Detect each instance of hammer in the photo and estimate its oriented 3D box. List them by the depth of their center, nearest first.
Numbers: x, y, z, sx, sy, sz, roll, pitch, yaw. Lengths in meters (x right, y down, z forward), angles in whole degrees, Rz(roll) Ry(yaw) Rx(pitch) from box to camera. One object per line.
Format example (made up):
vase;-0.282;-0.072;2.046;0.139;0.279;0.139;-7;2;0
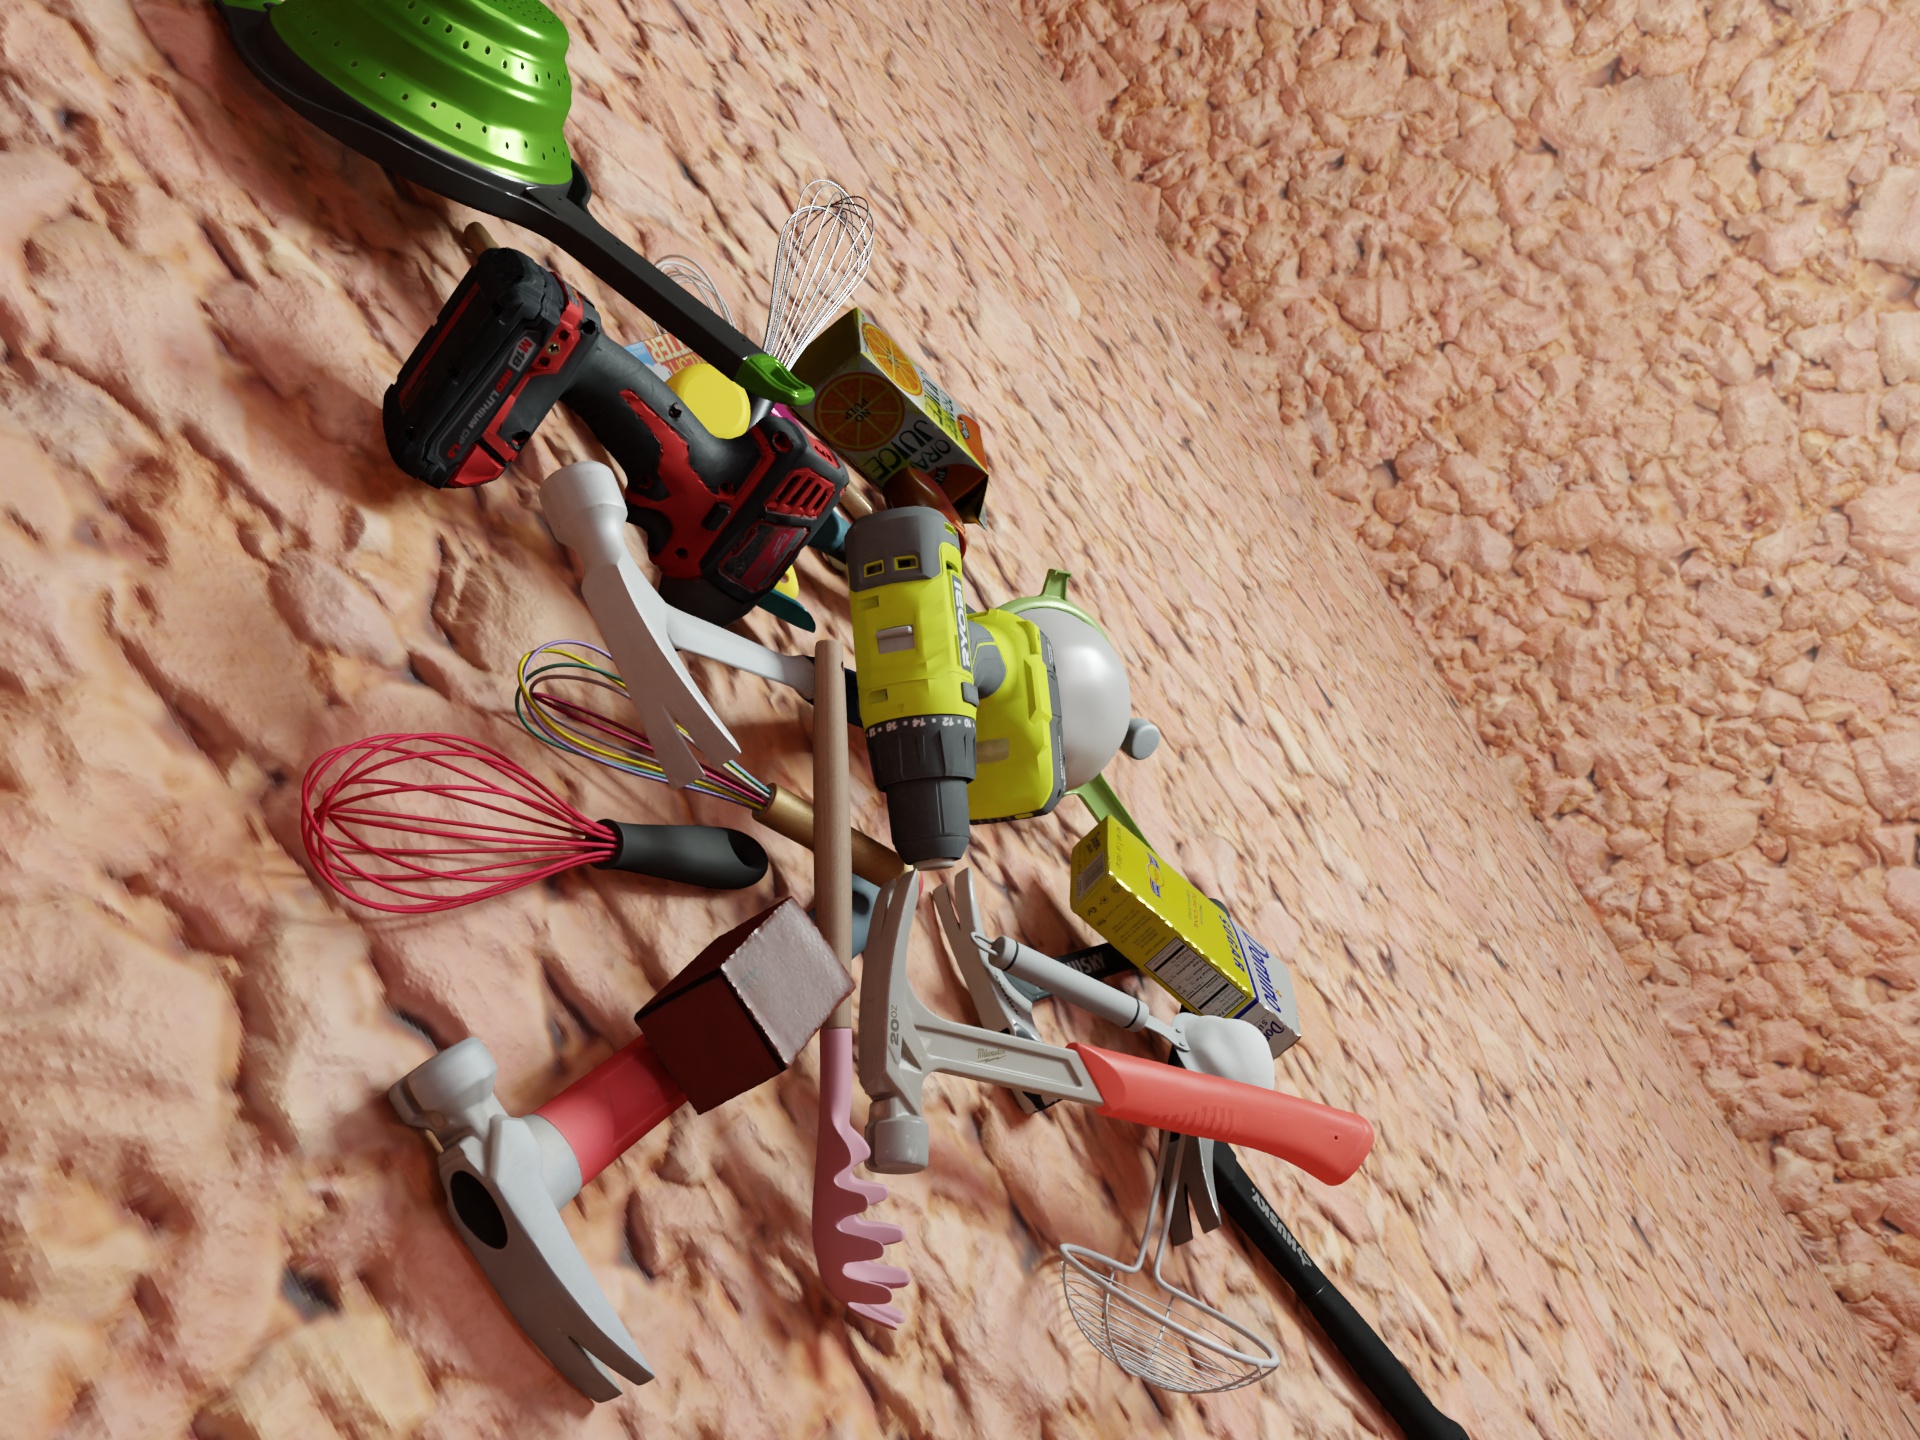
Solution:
hammer;-0.096;0.149;0.747;0.143;0.038;0.386;58;25;1
hammer;-0.087;-0.019;0.854;0.144;0.035;0.405;65;12;14
hammer;0.098;0.195;0.880;0.358;0.036;0.149;20;59;-33
hammer;0.244;0.394;1.069;0.334;0.035;0.146;52;24;-10
hammer;0.108;0.159;1.109;0.408;0.036;0.149;-1;59;-62
hammer;0.008;-0.067;1.135;0.330;0.033;0.128;31;5;-40

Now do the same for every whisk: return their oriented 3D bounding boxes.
whisk;-0.172;0.053;0.709;0.295;0.073;0.073;18;44;-62
whisk;-0.117;0.034;0.800;0.244;0.051;0.047;32;7;-29
whisk;-0.118;-0.246;1.055;0.070;0.070;0.285;37;59;-35
whisk;-0.139;-0.209;1.093;0.246;0.059;0.058;57;39;-9

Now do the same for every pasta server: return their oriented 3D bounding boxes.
pasta server;-0.051;0.116;0.741;0.060;0.040;0.316;59;28;-76

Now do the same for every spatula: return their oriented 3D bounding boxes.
spatula;-0.195;-0.173;0.950;0.317;0.044;0.082;55;-6;3

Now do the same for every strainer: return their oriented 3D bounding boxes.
strainer;0.113;0.181;0.962;0.258;0.050;0.087;28;25;-21
strainer;0.092;0.031;1.111;0.256;0.151;0.069;54;-20;-26

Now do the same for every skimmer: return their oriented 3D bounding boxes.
skimmer;0.140;0.252;0.959;0.127;0.090;0.363;26;32;1

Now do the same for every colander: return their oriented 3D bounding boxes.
colander;-0.222;-0.321;0.877;0.397;0.094;0.204;38;23;6

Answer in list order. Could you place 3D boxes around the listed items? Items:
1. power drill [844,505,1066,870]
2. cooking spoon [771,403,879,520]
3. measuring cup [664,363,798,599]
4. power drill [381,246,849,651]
power drill;-0.001;-0.003;0.925;0.228;0.080;0.191;30;53;-71
cooking spoon;-0.095;-0.181;1.170;0.318;0.017;0.069;48;26;-17
measuring cup;-0.134;-0.147;0.978;0.062;0.029;0.156;-29;95;-30
power drill;-0.178;-0.130;0.829;0.219;0.143;0.079;30;15;-36
